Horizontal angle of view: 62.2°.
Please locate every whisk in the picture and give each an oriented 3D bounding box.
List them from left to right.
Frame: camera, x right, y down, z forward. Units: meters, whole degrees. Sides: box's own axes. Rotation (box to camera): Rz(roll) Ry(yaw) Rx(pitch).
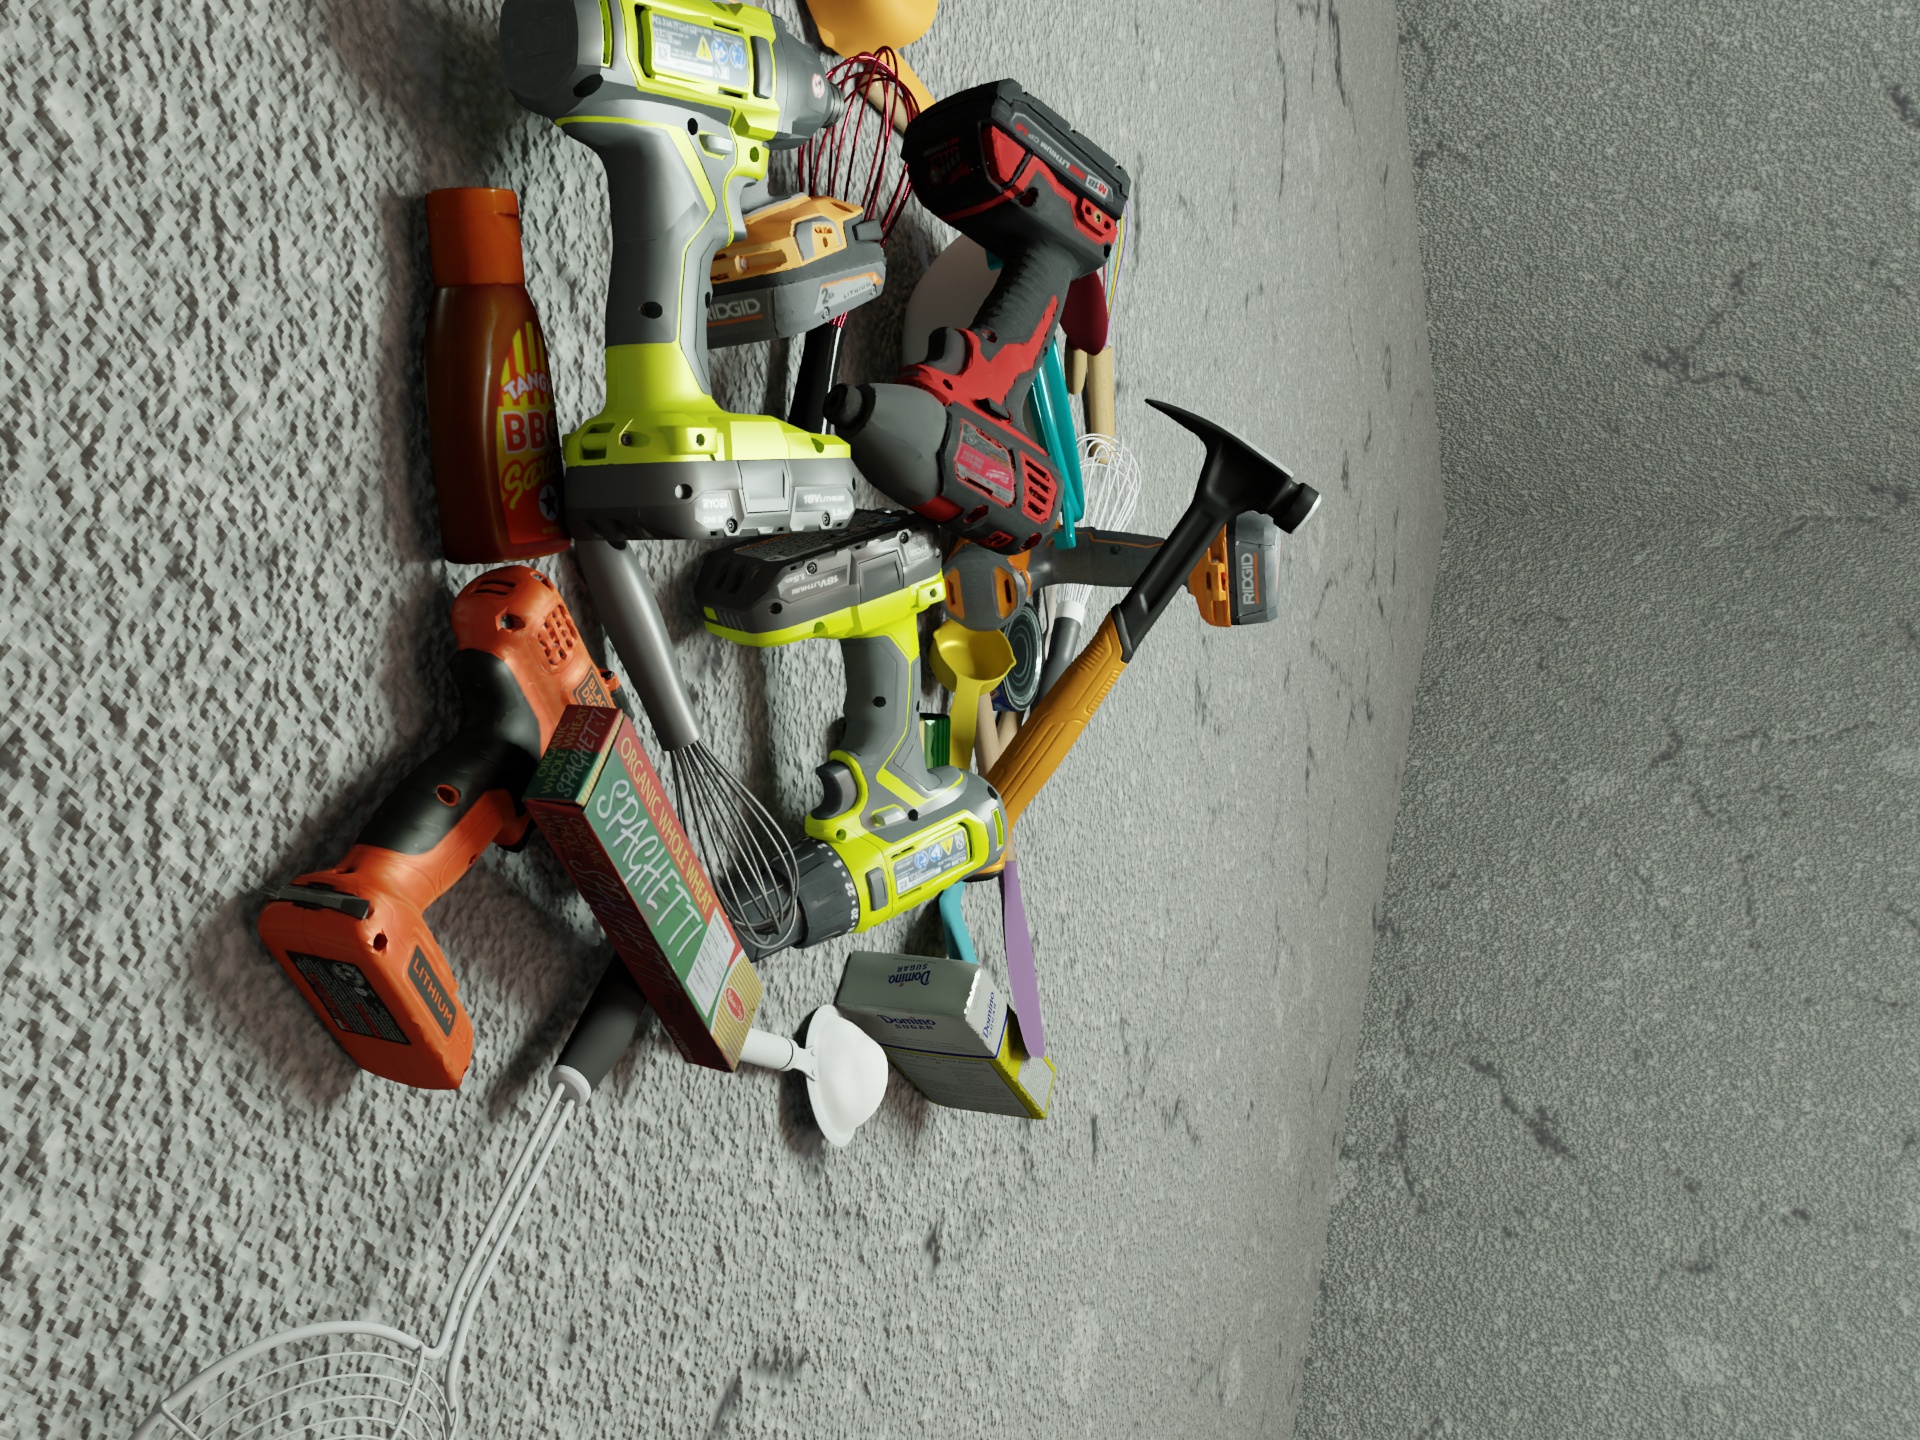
[{"bbox_3d":[-0.134,0.007,0.780,0.055,0.055,0.238,-47,122,-55],"label":"whisk"},{"bbox_3d":[-0.073,-0.243,0.908,0.073,0.073,0.296,16,83,-65],"label":"whisk"},{"bbox_3d":[0.092,-0.112,1.271,0.070,0.070,0.285,55,44,-54],"label":"whisk"},{"bbox_3d":[0.112,-0.336,1.341,0.047,0.051,0.244,-28,124,-39],"label":"whisk"}]

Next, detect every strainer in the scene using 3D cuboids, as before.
[{"bbox_3d":[-0.098,0.196,0.925,0.258,0.050,0.087,37,44,-58],"label":"strainer"},{"bbox_3d":[0.017,-0.253,1.092,0.341,0.095,0.210,-86,162,-63],"label":"strainer"}]

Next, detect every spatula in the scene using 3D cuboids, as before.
[{"bbox_3d":[0.026,0.074,1.096,0.059,0.018,0.316,40,38,-64],"label":"spatula"},{"bbox_3d":[0.029,0.066,1.186,0.082,0.044,0.318,58,41,-48],"label":"spatula"}]

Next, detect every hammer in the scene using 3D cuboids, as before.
[{"bbox_3d":[0.083,-0.040,1.023,0.337,0.127,0.034,-56,-178,10],"label":"hammer"}]

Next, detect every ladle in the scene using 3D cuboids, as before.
[{"bbox_3d":[0.086,-0.278,1.179,0.315,0.031,0.069,-6,78,-86],"label":"ladle"}]

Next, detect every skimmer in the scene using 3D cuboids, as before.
[{"bbox_3d":[-0.216,0.199,0.673,0.364,0.090,0.127,-71,153,-53],"label":"skimmer"}]

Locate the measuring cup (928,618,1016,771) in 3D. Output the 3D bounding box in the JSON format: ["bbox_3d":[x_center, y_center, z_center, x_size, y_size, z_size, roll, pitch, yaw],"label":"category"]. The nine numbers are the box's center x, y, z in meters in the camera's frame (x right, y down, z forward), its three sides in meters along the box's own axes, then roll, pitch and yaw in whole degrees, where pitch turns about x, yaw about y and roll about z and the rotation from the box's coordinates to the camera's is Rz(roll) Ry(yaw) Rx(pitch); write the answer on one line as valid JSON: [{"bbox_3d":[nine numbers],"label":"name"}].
[{"bbox_3d":[-0.002,-0.003,1.079,0.029,0.062,0.157,124,-19,-52],"label":"measuring cup"}]

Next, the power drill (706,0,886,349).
[{"bbox_3d":[-0.103,-0.321,0.809,0.185,0.084,0.226,-50,132,-56],"label":"power drill"}]

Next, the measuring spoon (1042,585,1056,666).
[{"bbox_3d":[0.066,-0.100,1.291,0.034,0.018,0.124,-3,89,-63],"label":"measuring spoon"}]

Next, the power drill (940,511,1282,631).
[{"bbox_3d":[0.109,-0.124,1.118,0.164,0.226,0.084,-66,152,-60],"label":"power drill"}]

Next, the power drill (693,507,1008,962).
[{"bbox_3d":[-0.071,0.012,0.879,0.190,0.080,0.228,-23,115,-34],"label":"power drill"}]

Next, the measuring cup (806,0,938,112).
[{"bbox_3d":[-0.029,-0.417,0.958,0.173,0.052,0.095,42,50,-48],"label":"measuring cup"}]

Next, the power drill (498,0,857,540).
[{"bbox_3d":[-0.107,-0.192,0.687,0.171,0.080,0.223,-14,104,-52],"label":"power drill"}]

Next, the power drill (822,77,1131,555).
[{"bbox_3d":[0.006,-0.211,0.836,0.143,0.078,0.220,23,75,-38],"label":"power drill"}]

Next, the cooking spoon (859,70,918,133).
[{"bbox_3d":[0.010,-0.377,1.116,0.318,0.017,0.069,13,53,-64],"label":"cooking spoon"}]
